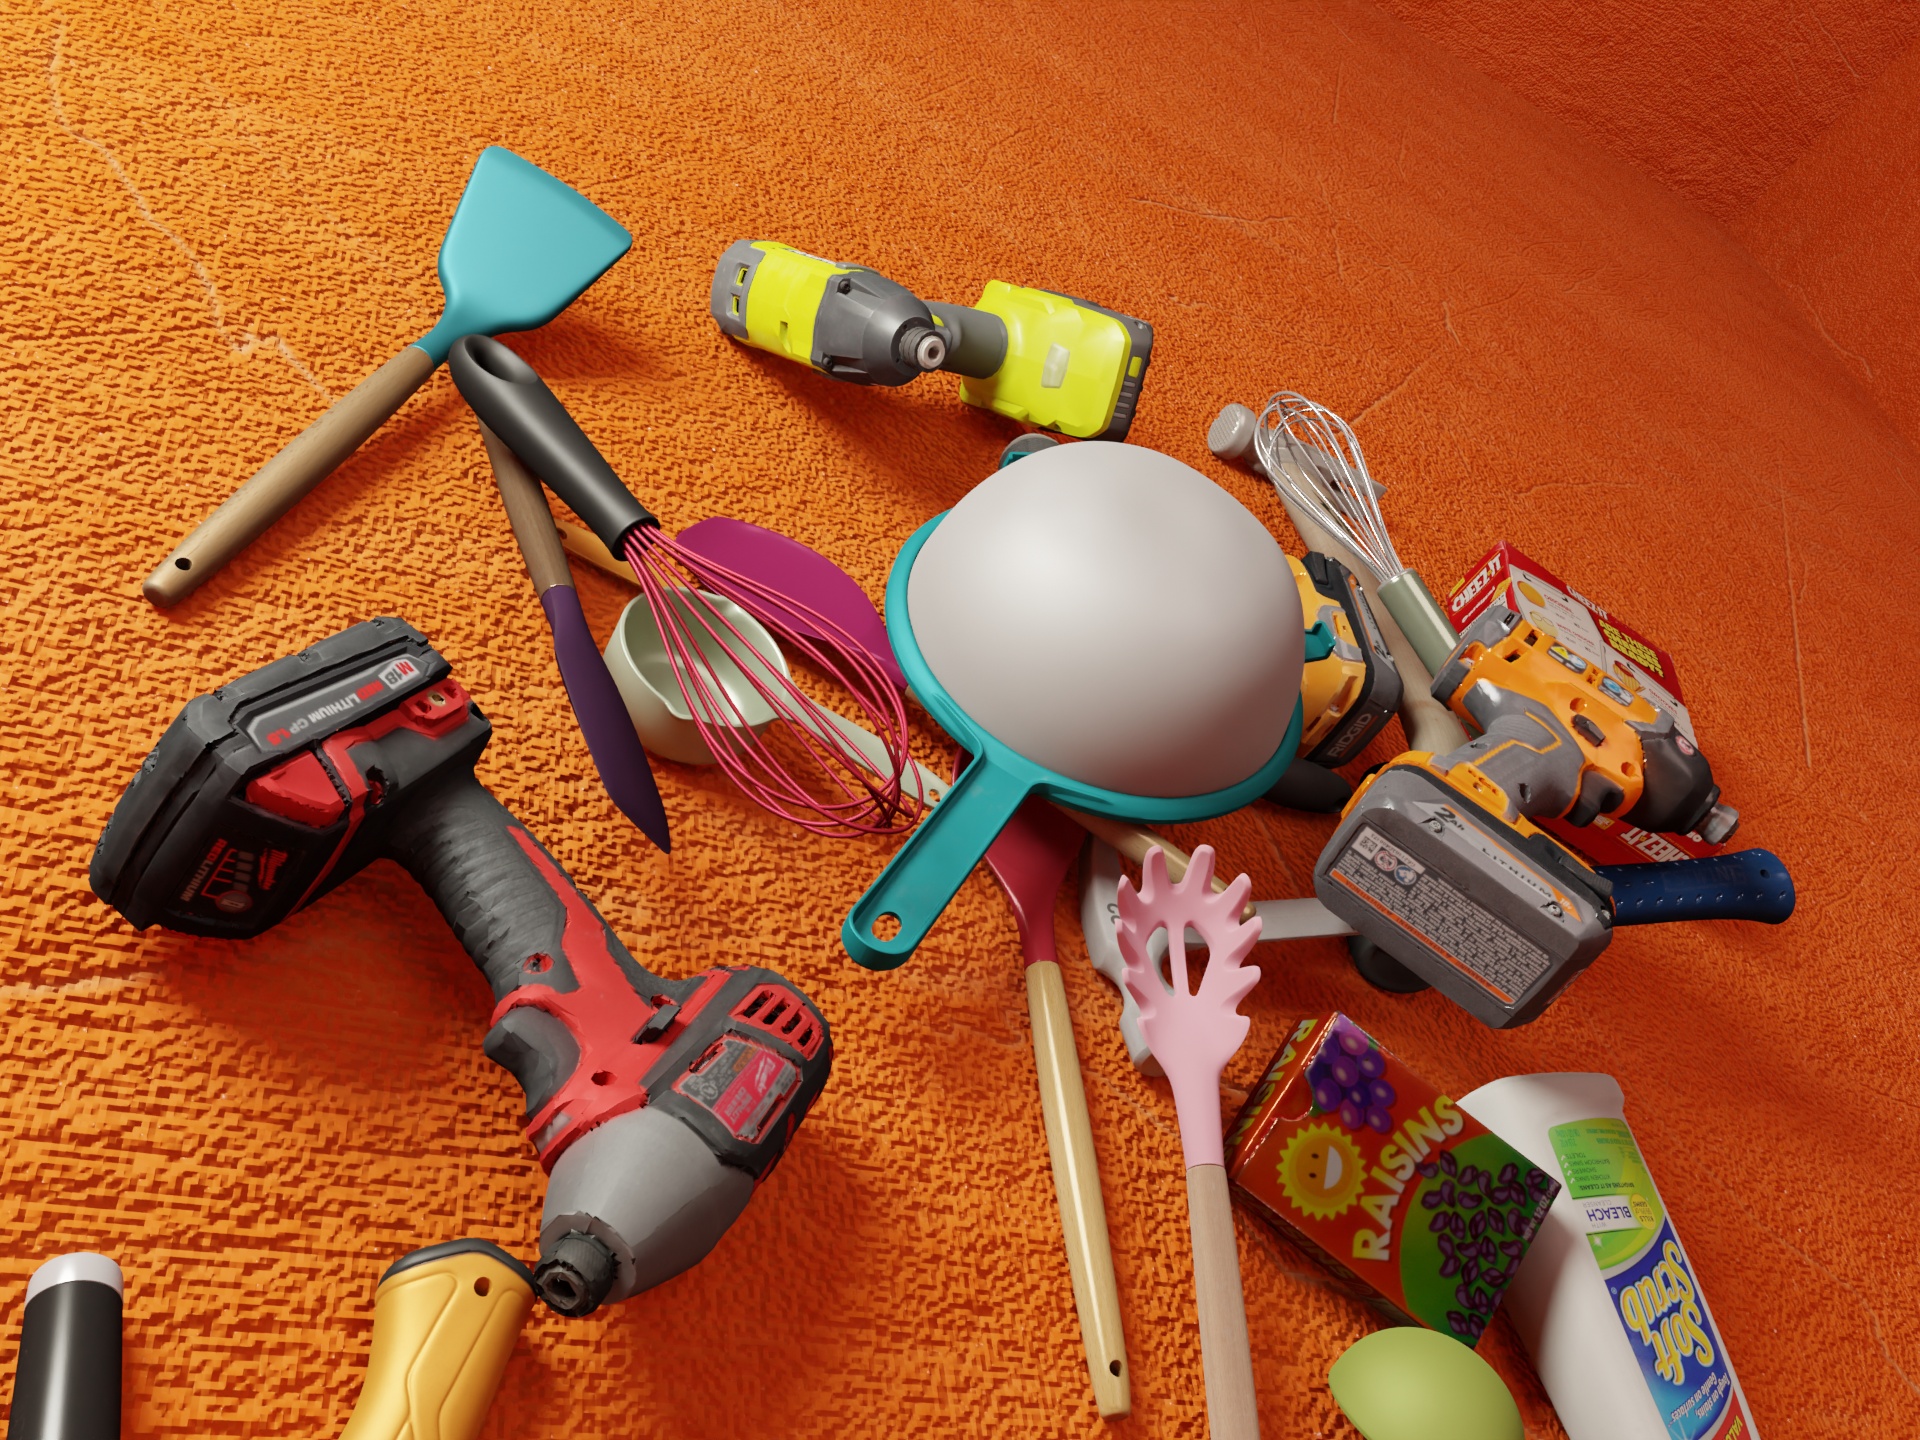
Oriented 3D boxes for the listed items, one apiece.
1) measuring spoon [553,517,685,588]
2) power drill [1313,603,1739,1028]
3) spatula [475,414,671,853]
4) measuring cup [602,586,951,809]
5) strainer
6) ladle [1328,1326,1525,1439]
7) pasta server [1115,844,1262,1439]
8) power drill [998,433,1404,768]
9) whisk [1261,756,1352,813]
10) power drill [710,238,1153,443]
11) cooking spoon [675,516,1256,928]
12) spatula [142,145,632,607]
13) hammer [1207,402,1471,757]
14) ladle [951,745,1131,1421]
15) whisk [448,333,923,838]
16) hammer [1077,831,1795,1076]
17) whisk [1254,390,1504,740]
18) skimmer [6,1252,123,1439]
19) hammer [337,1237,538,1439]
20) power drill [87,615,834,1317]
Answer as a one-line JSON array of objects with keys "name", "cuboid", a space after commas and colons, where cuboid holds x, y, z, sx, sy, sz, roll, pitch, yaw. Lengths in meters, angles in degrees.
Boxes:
[{"name": "measuring spoon", "cuboid": [-0.142, -0.061, 0.715, 0.117, 0.011, 0.021, 28, 32, -10]}, {"name": "power drill", "cuboid": [0.281, 0.045, 0.761, 0.164, 0.084, 0.226, 37, 43, 14]}, {"name": "spatula", "cuboid": [-0.167, -0.063, 0.647, 0.316, 0.018, 0.059, 60, 2, 40]}, {"name": "measuring cup", "cuboid": [-0.076, 0.006, 0.677, 0.167, 0.038, 0.083, 31, 37, -14]}, {"name": "strainer", "cuboid": [0.049, -0.027, 0.686, 0.211, 0.095, 0.340, 32, 43, 8]}, {"name": "ladle", "cuboid": [0.169, 0.361, 0.525, 0.078, 0.062, 0.320, 26, 46, -21]}, {"name": "pasta server", "cuboid": [0.096, 0.193, 0.596, 0.060, 0.040, 0.317, -1, 55, -1]}, {"name": "power drill", "cuboid": [0.121, -0.072, 0.895, 0.226, 0.084, 0.186, 14, 42, -23]}, {"name": "whisk", "cuboid": [0.124, 0.021, 0.831, 0.238, 0.055, 0.055, 15, 43, -36]}, {"name": "power drill", "cuboid": [-0.004, -0.210, 0.889, 0.223, 0.080, 0.171, -1, 22, -42]}, {"name": "cooking spoon", "cuboid": [-0.001, -0.002, 0.725, 0.319, 0.017, 0.069, 35, 38, 13]}, {"name": "spatula", "cuboid": [-0.243, -0.150, 0.677, 0.082, 0.044, 0.318, 33, 42, -10]}, {"name": "hammer", "cuboid": [0.268, -0.063, 1.004, 0.146, 0.038, 0.411, 21, 34, -25]}, {"name": "ladle", "cuboid": [0.039, 0.125, 0.660, 0.069, 0.031, 0.316, 7, 48, -17]}, {"name": "whisk", "cuboid": [-0.117, -0.059, 0.633, 0.296, 0.073, 0.073, 46, 37, 19]}, {"name": "hammer", "cuboid": [0.245, 0.087, 0.788, 0.405, 0.035, 0.144, -1, 49, -21]}, {"name": "whisk", "cuboid": [0.242, -0.085, 0.902, 0.058, 0.059, 0.246, -24, 75, -21]}, {"name": "skimmer", "cuboid": [-0.180, 0.223, 0.254, 0.090, 0.127, 0.364, 55, 2, -39]}, {"name": "hammer", "cuboid": [-0.167, 0.261, 0.336, 0.127, 0.034, 0.337, 32, 37, -9]}, {"name": "power drill", "cuboid": [-0.148, 0.079, 0.498, 0.219, 0.078, 0.143, 43, 27, -1]}]
